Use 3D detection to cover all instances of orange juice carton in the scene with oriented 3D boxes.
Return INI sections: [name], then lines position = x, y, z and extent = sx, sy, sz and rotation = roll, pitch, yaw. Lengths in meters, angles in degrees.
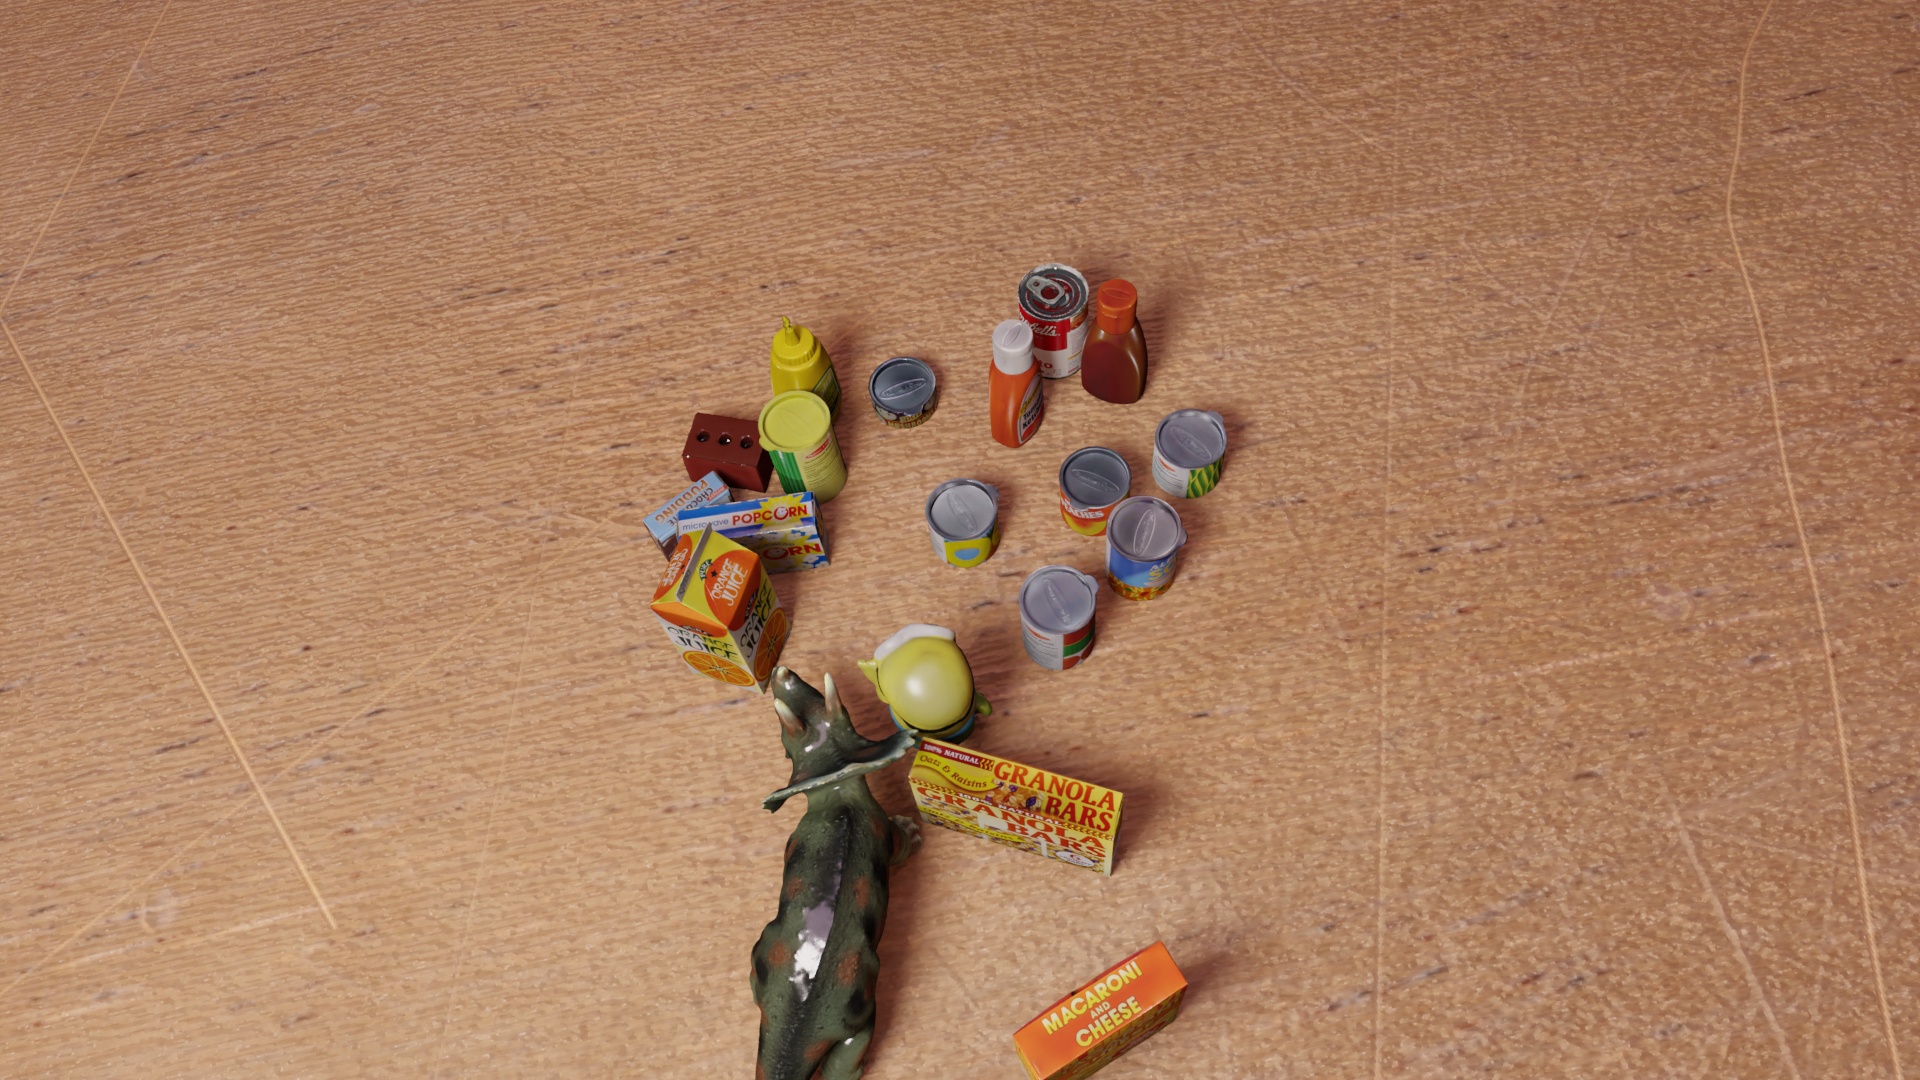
[orange juice carton]
position = -0.206, 0.057, 1.186
extent = 0.073, 0.191, 0.072
rotation = 15, 64, 12

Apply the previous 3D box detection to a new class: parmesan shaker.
[parmesan shaker]
position = -0.150, -0.084, 1.308
extent = 0.071, 0.102, 0.071
rotation = -2, 62, 4

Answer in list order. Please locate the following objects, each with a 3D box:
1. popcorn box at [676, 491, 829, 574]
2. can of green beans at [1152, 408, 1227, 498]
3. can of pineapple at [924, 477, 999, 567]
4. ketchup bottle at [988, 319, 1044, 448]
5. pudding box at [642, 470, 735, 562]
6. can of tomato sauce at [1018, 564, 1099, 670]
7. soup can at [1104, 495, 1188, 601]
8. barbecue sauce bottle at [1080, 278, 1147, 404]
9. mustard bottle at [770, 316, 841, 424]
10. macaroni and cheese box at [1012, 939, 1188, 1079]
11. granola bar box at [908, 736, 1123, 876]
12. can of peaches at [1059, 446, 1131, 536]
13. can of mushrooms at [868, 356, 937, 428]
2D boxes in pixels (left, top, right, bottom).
[popcorn box]
position = -0.189, -0.002, 1.277
extent = 0.127, 0.085, 0.038
rotation = -8, 62, 0
[can of green beans]
position = 0.214, -0.081, 1.302
extent = 0.071, 0.057, 0.071
rotation = -2, 62, 4
[can of pineapple]
position = 0.005, -0.016, 1.285
extent = 0.071, 0.057, 0.071
rotation = -2, 62, 4
[ketchup bottle]
position = 0.051, -0.149, 1.301
extent = 0.043, 0.148, 0.065
rotation = 26, 67, 17
[pudding box]
position = -0.254, -0.022, 1.314
extent = 0.084, 0.049, 0.030
rotation = -38, 66, -15
[can of tomato sauce]
position = 0.087, 0.068, 1.219
extent = 0.071, 0.082, 0.071
rotation = -2, 62, 4
[soup can]
position = 0.165, 0.009, 1.244
extent = 0.071, 0.083, 0.071
rotation = -2, 62, 4
[barbecue sauce bottle]
position = 0.146, -0.187, 1.313
extent = 0.065, 0.148, 0.044
rotation = 18, 65, 14
[mustard bottle]
position = -0.151, -0.158, 1.316
extent = 0.049, 0.159, 0.065
rotation = 23, 67, 16
[macaroni and cheese box]
position = 0.101, 0.355, 1.017
extent = 0.124, 0.165, 0.040
rotation = -30, 64, -11
[granola bar box]
position = 0.047, 0.215, 1.120
extent = 0.166, 0.123, 0.039
rotation = 14, 64, 12
[can of peaches]
position = 0.124, -0.043, 1.289
extent = 0.071, 0.057, 0.071
rotation = -2, 62, 4
[can of mushrooms]
position = -0.055, -0.144, 1.372
extent = 0.071, 0.033, 0.071
rotation = -2, 62, 4
